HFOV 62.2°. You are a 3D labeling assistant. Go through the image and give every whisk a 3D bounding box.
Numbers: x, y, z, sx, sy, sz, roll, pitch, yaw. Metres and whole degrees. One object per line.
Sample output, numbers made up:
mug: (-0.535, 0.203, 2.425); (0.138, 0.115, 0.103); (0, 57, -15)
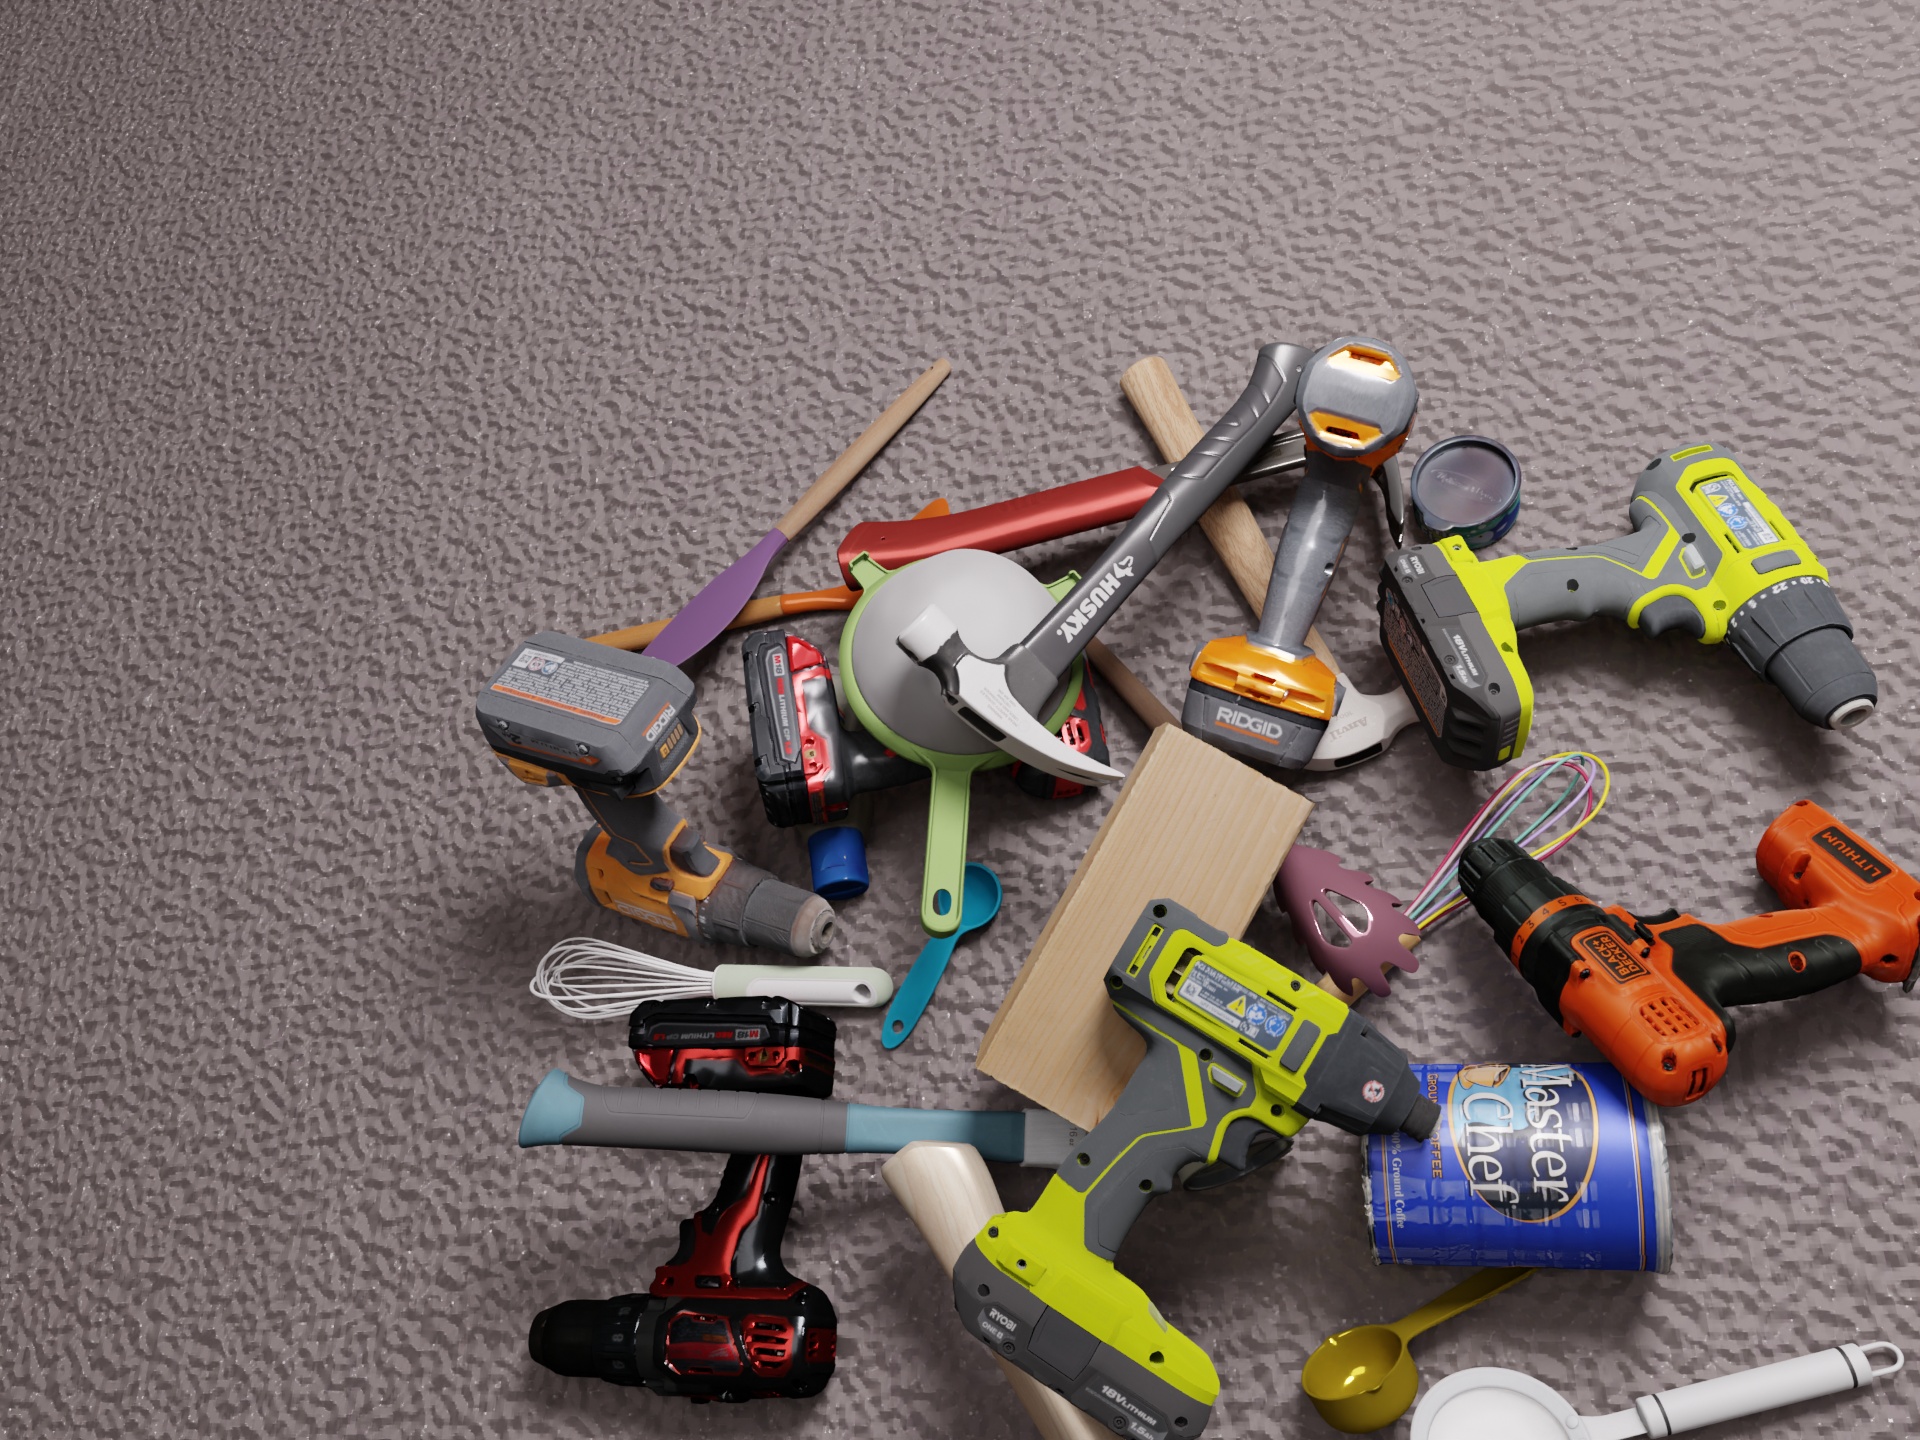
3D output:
whisk: (0.271, 0.103, 0.902); (0.245, 0.051, 0.047); (-43, 66, 1)
whisk: (-0.162, 0.169, 1.021); (0.246, 0.059, 0.057); (-1, 105, 14)

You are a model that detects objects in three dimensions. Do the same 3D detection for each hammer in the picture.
hammer: (0.077, 0.397, 0.801); (0.146, 0.038, 0.411); (-37, 71, 1)
hammer: (0.119, -0.109, 0.946); (0.146, 0.035, 0.335); (44, 69, -6)
hammer: (-0.078, 0.228, 0.899); (0.331, 0.033, 0.128); (5, 70, -6)
hammer: (0.097, -0.135, 1.028); (0.359, 0.036, 0.149); (-14, 61, 7)
hammer: (0.181, -0.111, 1.034); (0.130, 0.031, 0.332); (-27, 61, 6)

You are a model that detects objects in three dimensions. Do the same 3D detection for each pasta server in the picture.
pasta server: (0.158, 0.041, 0.959); (0.060, 0.040, 0.317); (-44, 50, 7)

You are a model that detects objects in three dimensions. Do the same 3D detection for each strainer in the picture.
strainer: (0.330, 0.344, 0.775); (0.258, 0.050, 0.087); (-17, 39, 5)
strainer: (-0.001, -0.003, 0.931); (0.151, 0.069, 0.257); (5, 62, -2)

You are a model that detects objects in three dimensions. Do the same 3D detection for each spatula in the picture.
spatula: (-0.110, -0.150, 1.136); (0.316, 0.018, 0.060); (-49, 40, -16)
spatula: (-0.151, -0.083, 1.131); (0.322, 0.041, 0.081); (-11, 58, 15)

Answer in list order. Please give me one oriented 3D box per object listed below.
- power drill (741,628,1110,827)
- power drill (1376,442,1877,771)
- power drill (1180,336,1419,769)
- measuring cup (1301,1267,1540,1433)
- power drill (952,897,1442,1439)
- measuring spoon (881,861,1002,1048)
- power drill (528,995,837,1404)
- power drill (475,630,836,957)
power drill: (-0.023, -0.012, 1.013); (0.219, 0.078, 0.143); (-8, 64, -4)
power drill: (0.369, -0.053, 0.890); (0.228, 0.080, 0.191); (-16, 52, 0)
power drill: (0.200, -0.096, 0.902); (0.084, 0.164, 0.226); (19, 101, 13)
measuring cup: (0.249, 0.316, 0.819); (0.156, 0.062, 0.029); (-26, 95, -8)
power drill: (0.112, 0.222, 0.770); (0.171, 0.080, 0.223); (31, 86, 11)
measuring spoon: (-0.012, 0.149, 0.997); (0.042, 0.021, 0.128); (28, 88, 26)
power drill: (-0.162, 0.286, 0.953); (0.188, 0.080, 0.227); (-5, 68, 17)
power drill: (-0.178, 0.060, 0.974); (0.185, 0.226, 0.084); (15, 53, 25)
